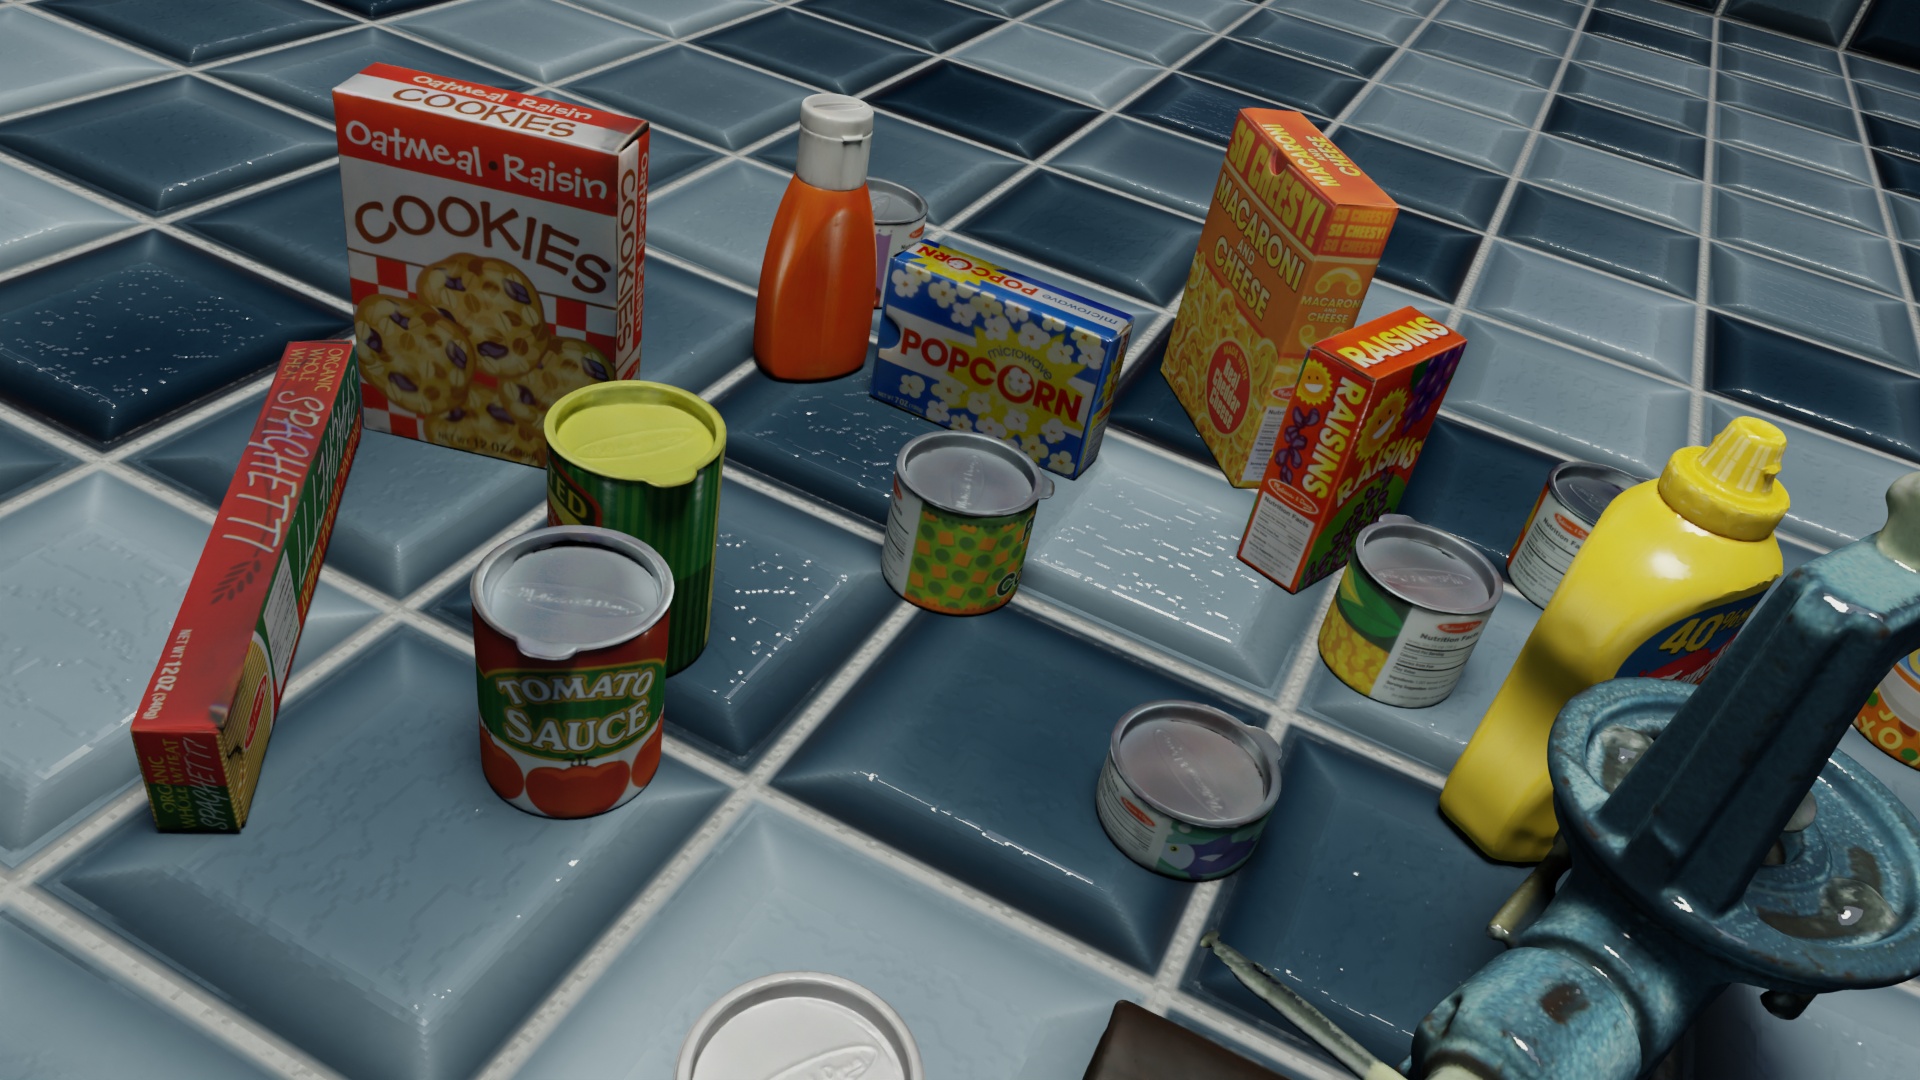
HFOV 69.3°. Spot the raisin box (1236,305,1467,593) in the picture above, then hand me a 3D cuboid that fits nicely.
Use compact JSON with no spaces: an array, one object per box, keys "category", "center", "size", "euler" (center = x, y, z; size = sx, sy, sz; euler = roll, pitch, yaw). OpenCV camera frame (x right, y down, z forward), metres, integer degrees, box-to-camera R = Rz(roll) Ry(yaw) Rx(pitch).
[{"category":"raisin box","center":[0.189,-0.045,0.677],"size":[0.086,0.122,0.040],"euler":[-22,48,-38]}]

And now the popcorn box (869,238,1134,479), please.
[{"category":"popcorn box","center":[0.020,-0.096,0.731],"size":[0.127,0.084,0.038],"euler":[23,37,16]}]

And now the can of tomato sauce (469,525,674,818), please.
[{"category":"can of tomato sauce","center":[-0.137,0.048,0.493],"size":[0.071,0.082,0.071],"euler":[8,36,-6]}]

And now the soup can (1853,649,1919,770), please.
[{"category":"soup can","center":[0.466,0.060,0.647],"size":[0.071,0.083,0.072],"euler":[8,36,-6]}]

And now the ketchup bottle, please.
[{"category":"ketchup bottle","center":[-0.072,-0.157,0.734],"size":[0.065,0.148,0.044],"euler":[-13,43,-30]}]

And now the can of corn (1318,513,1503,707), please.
[{"category":"can of corn","center":[0.202,0.032,0.633],"size":[0.071,0.058,0.071],"euler":[8,36,-6]}]

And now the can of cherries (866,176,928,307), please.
[{"category":"can of cherries","center":[-0.059,-0.183,0.849],"size":[0.071,0.058,0.072],"euler":[8,36,-6]}]

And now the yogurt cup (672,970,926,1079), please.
[{"category":"yogurt cup","center":[-0.047,0.164,0.388],"size":[0.072,0.053,0.073],"euler":[8,36,-6]}]

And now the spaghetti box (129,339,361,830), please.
[{"category":"spaghetti box","center":[-0.270,0.003,0.545],"size":[0.029,0.049,0.251],"euler":[2,37,-14]}]

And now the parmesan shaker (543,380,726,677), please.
[{"category":"parmesan shaker","center":[-0.128,-0.001,0.545],"size":[0.071,0.102,0.072],"euler":[8,36,-6]}]

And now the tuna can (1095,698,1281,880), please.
[{"category":"tuna can","center":[0.089,0.095,0.537],"size":[0.071,0.032,0.071],"euler":[8,36,-6]}]

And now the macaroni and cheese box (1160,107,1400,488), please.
[{"category":"macaroni and cheese box","center":[0.165,-0.130,0.749],"size":[0.040,0.165,0.124],"euler":[0,38,-16]}]

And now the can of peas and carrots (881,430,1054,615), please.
[{"category":"can of peas and carrots","center":[0.002,-0.008,0.629],"size":[0.071,0.058,0.071],"euler":[8,36,-6]}]

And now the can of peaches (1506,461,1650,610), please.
[{"category":"can of peaches","center":[0.323,0.001,0.709],"size":[0.071,0.057,0.071],"euler":[8,36,-6]}]

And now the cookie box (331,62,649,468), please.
[{"category":"cookie box","center":[-0.207,-0.116,0.624],"size":[0.123,0.166,0.040],"euler":[13,36,1]}]
